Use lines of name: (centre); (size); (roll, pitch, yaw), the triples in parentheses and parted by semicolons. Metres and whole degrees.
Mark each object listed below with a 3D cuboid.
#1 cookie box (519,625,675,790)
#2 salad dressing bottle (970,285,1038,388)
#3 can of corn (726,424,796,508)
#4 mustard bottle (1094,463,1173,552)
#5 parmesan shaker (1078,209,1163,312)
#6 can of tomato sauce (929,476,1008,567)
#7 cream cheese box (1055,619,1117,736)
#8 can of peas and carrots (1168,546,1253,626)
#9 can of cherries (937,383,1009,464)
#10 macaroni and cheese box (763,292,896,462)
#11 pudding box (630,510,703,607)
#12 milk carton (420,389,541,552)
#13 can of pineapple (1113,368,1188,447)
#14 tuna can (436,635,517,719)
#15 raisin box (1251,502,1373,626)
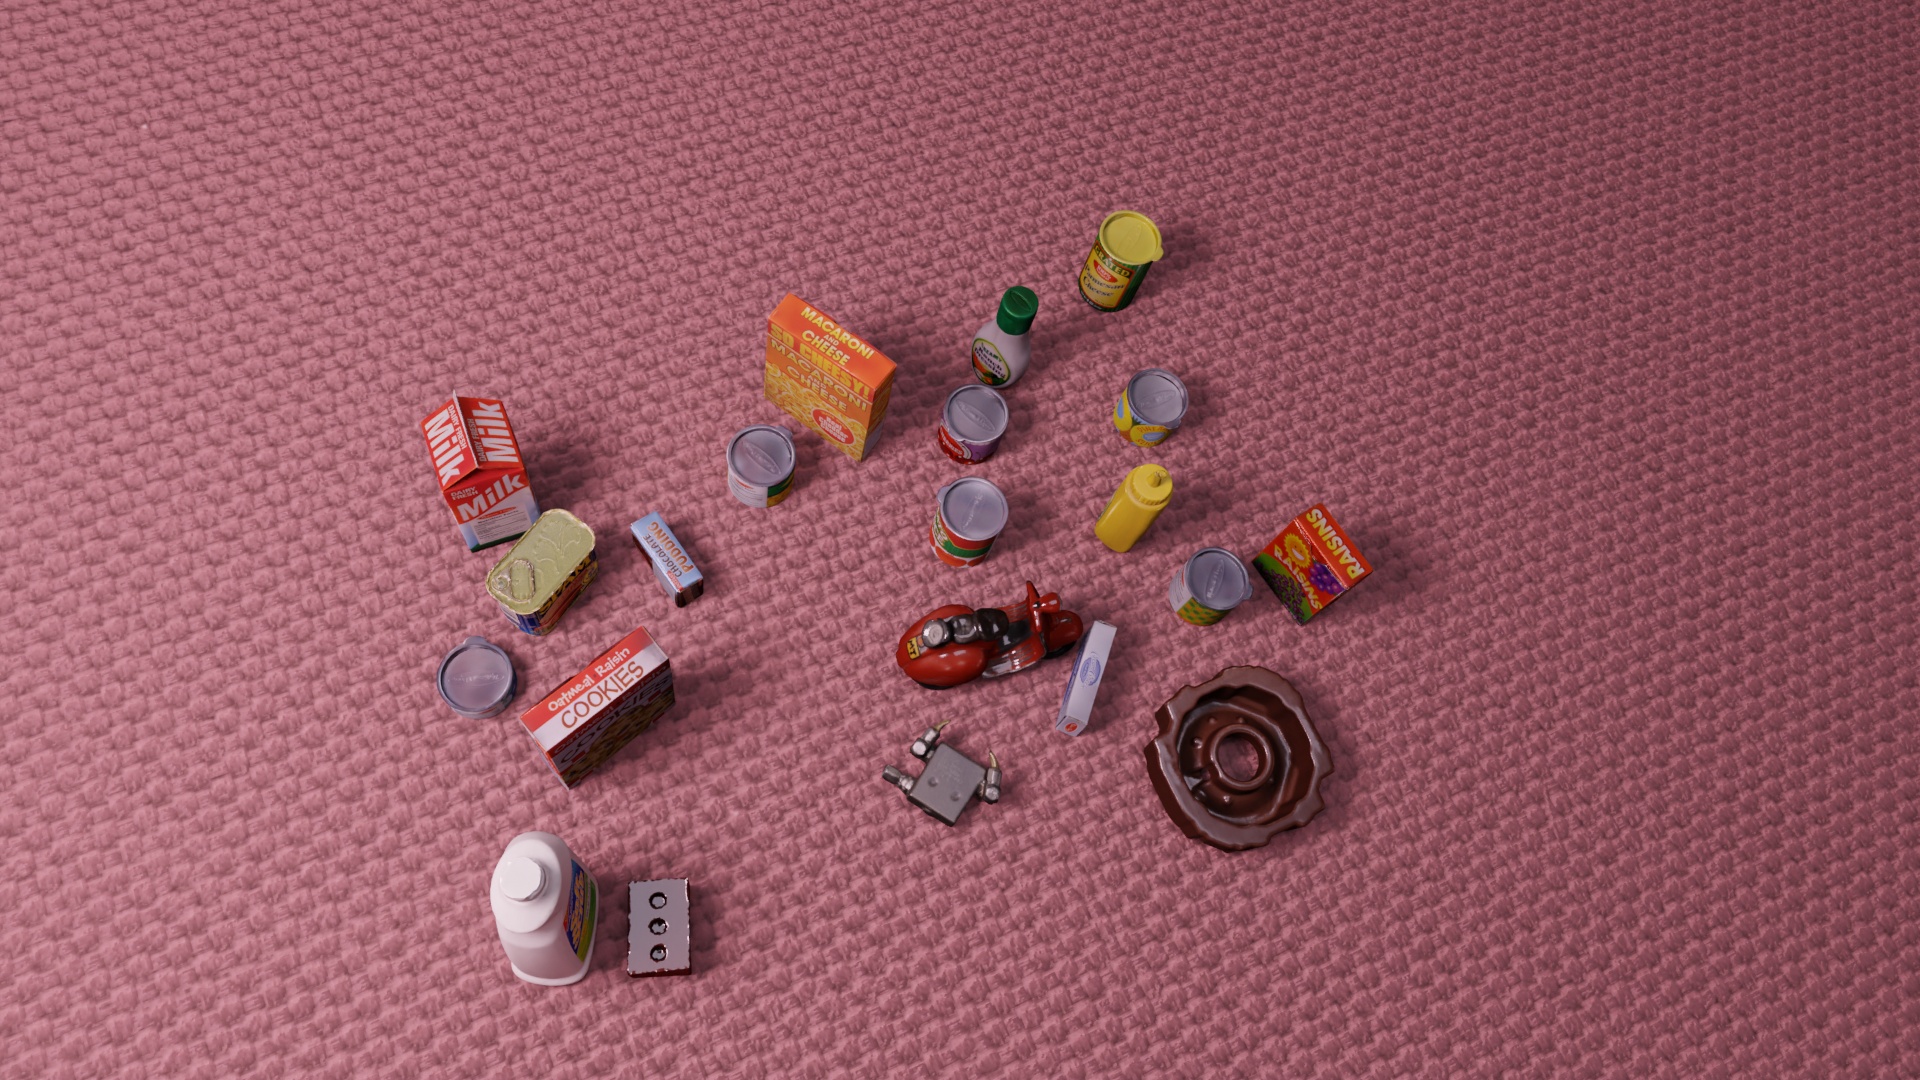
cookie box: (-0.308, 0.146, 1.197); (0.123, 0.166, 0.040); (-39, 80, -20)
salad dressing bottle: (0.047, -0.206, 1.405); (0.044, 0.147, 0.064); (-41, 80, -21)
can of corn: (-0.194, -0.074, 1.362); (0.071, 0.058, 0.071); (3, 69, -8)
mustard bottle: (0.175, -0.040, 1.355); (0.049, 0.159, 0.065); (36, 68, 5)
parmesan shaker: (0.171, -0.295, 1.485); (0.071, 0.102, 0.071); (3, 69, -8)
can of tomato sauce: (0.005, -0.017, 1.359); (0.071, 0.082, 0.071); (3, 69, -8)
cream cheese box: (0.120, 0.133, 1.336); (0.024, 0.053, 0.104); (21, 67, -1)
can of peas and carrots: (0.250, 0.048, 1.389); (0.071, 0.058, 0.071); (3, 69, -8)
can of cherries: (0.010, -0.116, 1.413); (0.071, 0.058, 0.072); (3, 69, -8)
macaroni and cheese box: (-0.129, -0.155, 1.346); (0.124, 0.165, 0.040); (34, 68, 5)
pudding box: (-0.278, 0.018, 1.316); (0.030, 0.049, 0.084); (-33, 78, -19)
milk carton: (-0.429, -0.063, 1.246); (0.073, 0.189, 0.072); (-19, 73, -16)
can of pineapple: (0.199, -0.136, 1.453); (0.071, 0.057, 0.071); (3, 69, -8)
tuna can: (-0.437, 0.124, 1.257); (0.071, 0.032, 0.071); (3, 68, -8)
raisin box: (0.347, 0.025, 1.379); (0.040, 0.123, 0.086); (-29, 76, -18)
